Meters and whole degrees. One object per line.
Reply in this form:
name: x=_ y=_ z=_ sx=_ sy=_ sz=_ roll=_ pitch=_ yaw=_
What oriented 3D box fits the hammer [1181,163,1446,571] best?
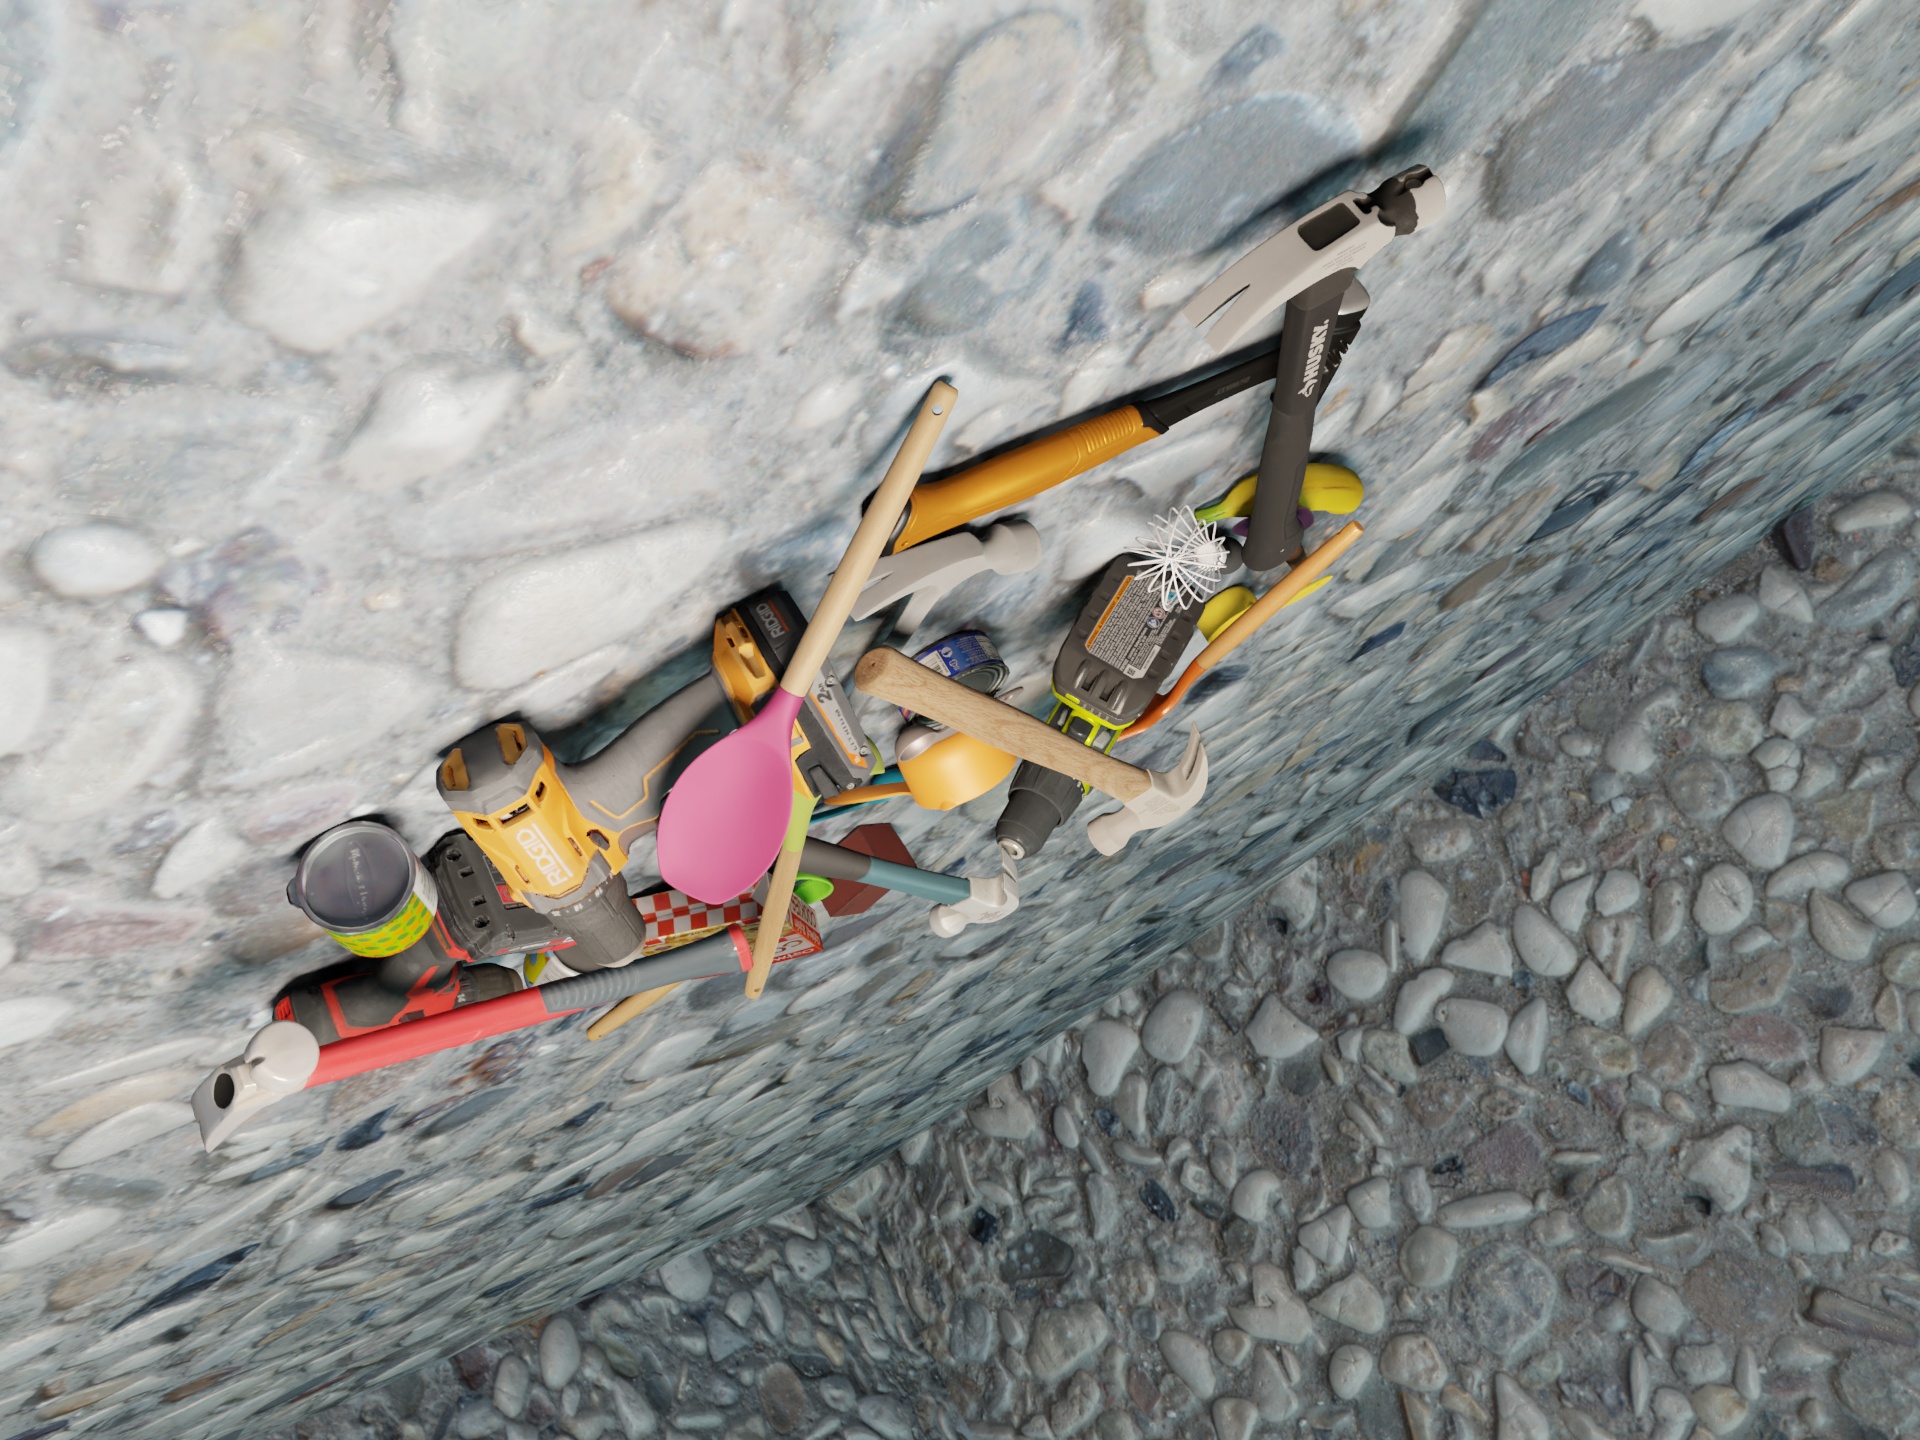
hammer: x=0.199 y=-0.185 z=0.973 sx=0.146 sy=0.035 sz=0.334 roll=-29 pitch=157 yaw=-9

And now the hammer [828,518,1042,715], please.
hammer: x=-0.089 y=0.002 z=1.119 sx=0.144 sy=0.035 sz=0.405 roll=-17 pitch=157 yaw=-37

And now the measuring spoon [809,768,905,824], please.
measuring spoon: x=-0.098 y=0.064 z=1.302 sx=0.128 sy=0.021 sz=0.042 roll=-18 pitch=-170 yaw=-13

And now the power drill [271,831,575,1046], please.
power drill: x=-0.334 y=0.160 z=1.084 sx=0.226 sy=0.080 sz=0.187 roll=-38 pitch=161 yaw=28

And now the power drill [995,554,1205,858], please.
power drill: x=0.099 y=-0.005 z=1.237 sx=0.191 sy=0.080 sz=0.228 roll=-57 pitch=173 yaw=-30

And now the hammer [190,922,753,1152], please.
hammer: x=-0.301 y=0.198 z=1.056 sx=0.386 sy=0.038 sz=0.143 roll=-9 pitch=159 yaw=-47

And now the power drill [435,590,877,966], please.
power drill: x=-0.167 y=0.044 z=0.944 sx=0.226 sy=0.084 sz=0.185 roll=-29 pitch=132 yaw=-7

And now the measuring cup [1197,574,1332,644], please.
measuring cup: x=0.271 y=-0.111 z=1.414 sx=0.156 sy=0.029 sz=0.062 roll=-25 pitch=161 yaw=-31

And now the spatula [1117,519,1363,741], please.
spatula: x=0.213 y=-0.068 z=1.340 sx=0.322 sy=0.041 sz=0.081 roll=-44 pitch=-166 yaw=37

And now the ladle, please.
ladle: x=-0.120 y=0.114 z=1.124 sx=0.078 sy=0.062 sz=0.320 roll=-5 pitch=140 yaw=-24

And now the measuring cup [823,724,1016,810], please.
measuring cup: x=-0.043 y=0.031 z=1.248 sx=0.173 sy=0.052 sz=0.095 roll=-12 pitch=-154 yaw=26

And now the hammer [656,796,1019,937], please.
hammer: x=-0.088 y=0.110 z=1.213 sx=0.330 sy=0.033 sz=0.128 roll=18 pitch=147 yaw=-37

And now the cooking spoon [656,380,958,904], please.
cooking spoon: x=-0.080 y=-0.038 z=0.864 sx=0.319 sy=0.068 sz=0.017 roll=-61 pitch=-175 yaw=13

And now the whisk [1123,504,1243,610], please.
whisk: x=0.174 y=-0.119 z=1.144 sx=0.070 sy=0.070 sz=0.284 roll=-37 pitch=174 yaw=18

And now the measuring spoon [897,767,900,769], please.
measuring spoon: x=-0.031 y=0.028 z=1.315 sx=0.021 sy=0.011 sz=0.117 roll=-17 pitch=157 yaw=-37

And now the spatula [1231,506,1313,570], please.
spatula: x=0.260 y=-0.141 z=1.270 sx=0.060 sy=0.018 sz=0.316 roll=-10 pitch=175 yaw=16

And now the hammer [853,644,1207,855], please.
hammer: x=0.056 y=0.014 z=1.092 sx=0.130 sy=0.031 sz=0.331 roll=-35 pitch=142 yaw=28

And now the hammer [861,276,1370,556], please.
hammer: x=0.092 y=-0.170 z=0.961 sx=0.337 sy=0.034 sz=0.127 roll=-25 pitch=160 yaw=-19

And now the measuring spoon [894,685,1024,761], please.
measuring spoon: x=-0.002 y=-0.004 z=1.171 sx=0.124 sy=0.018 sz=0.034 roll=-28 pitch=161 yaw=-34

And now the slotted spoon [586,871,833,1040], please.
slotted spoon: x=-0.237 y=0.214 z=1.450 sx=0.313 sy=0.031 sz=0.070 roll=-37 pitch=144 yaw=23
